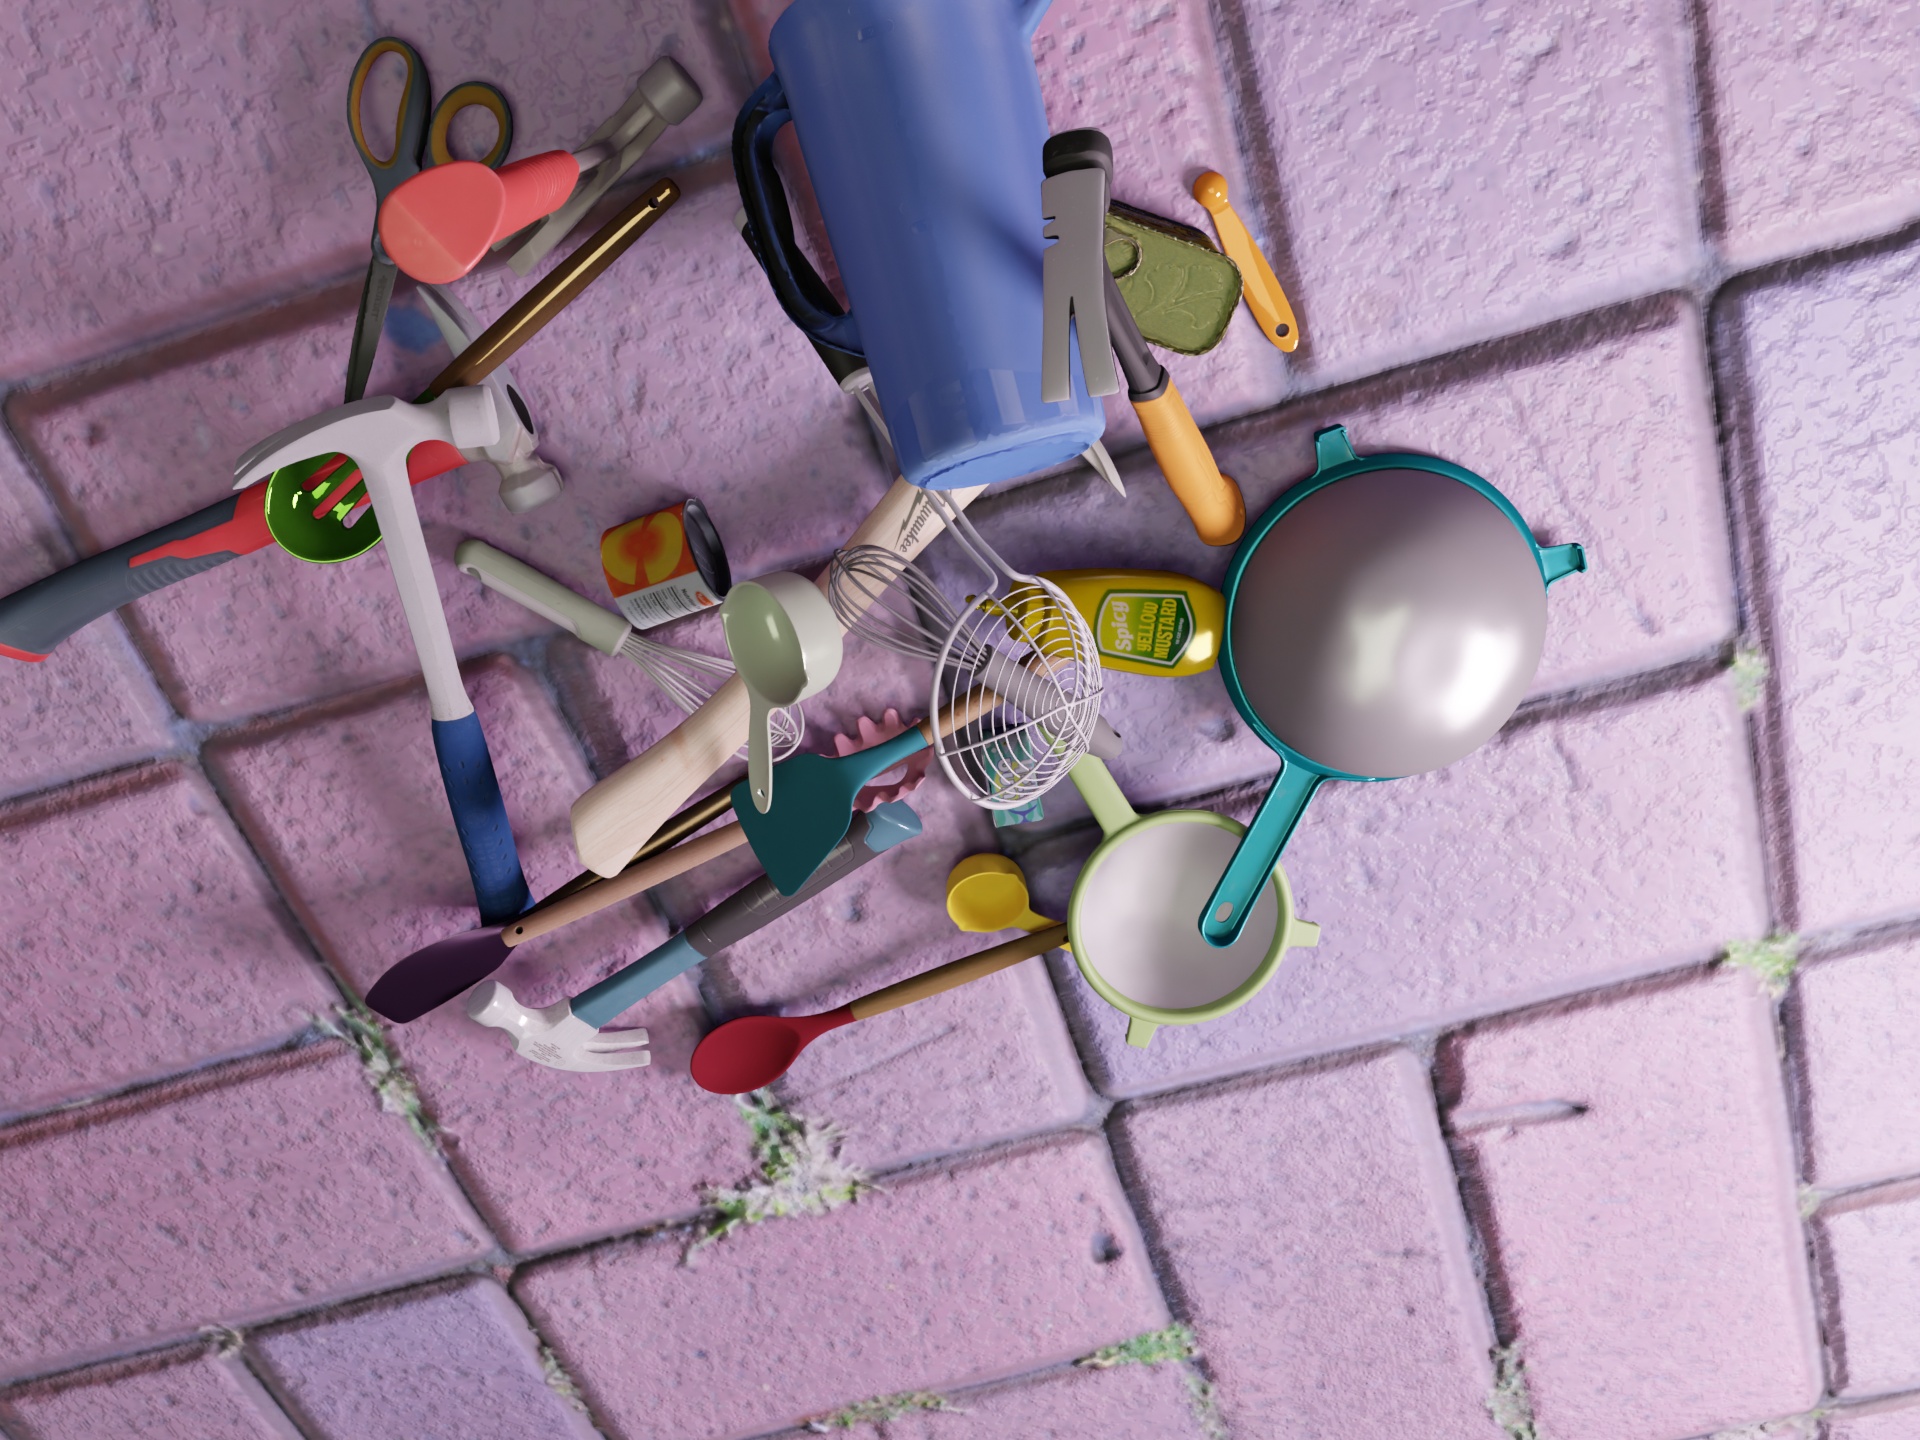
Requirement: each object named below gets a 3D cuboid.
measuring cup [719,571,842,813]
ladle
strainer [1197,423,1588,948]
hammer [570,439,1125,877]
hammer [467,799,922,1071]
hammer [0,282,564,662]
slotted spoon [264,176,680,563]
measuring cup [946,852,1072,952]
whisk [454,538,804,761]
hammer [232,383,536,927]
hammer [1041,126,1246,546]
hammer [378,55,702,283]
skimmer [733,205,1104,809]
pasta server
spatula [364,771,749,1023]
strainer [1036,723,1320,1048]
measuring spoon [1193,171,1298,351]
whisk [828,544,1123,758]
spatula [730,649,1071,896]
[{"bbox_3d":[-0.104,-0.014,0.941,0.038,0.083,0.167,-27,140,-35],"label":"measuring cup"},{"bbox_3d":[-0.053,0.199,1.135,0.315,0.031,0.069,-23,124,16],"label":"ladle"},{"bbox_3d":[0.239,0.006,0.972,0.211,0.095,0.340,24,102,-11],"label":"strainer"},{"bbox_3d":[-0.084,-0.051,0.973,0.146,0.038,0.410,41,100,-19],"label":"hammer"},{"bbox_3d":[-0.173,0.147,1.104,0.331,0.033,0.128,-32,131,11],"label":"hammer"},{"bbox_3d":[-0.445,-0.134,0.970,0.386,0.038,0.143,-20,114,10],"label":"hammer"},{"bbox_3d":[-0.276,-0.199,0.902,0.313,0.031,0.070,-37,111,14],"label":"slotted spoon"},{"bbox_3d":[0.058,0.137,1.121,0.156,0.029,0.062,26,121,-26],"label":"measuring cup"},{"bbox_3d":[-0.209,-0.047,1.011,0.246,0.059,0.058,30,157,-10],"label":"whisk"},{"bbox_3d":[-0.325,-0.013,0.989,0.144,0.035,0.405,-10,129,-11],"label":"hammer"},{"bbox_3d":[0.105,-0.158,0.831,0.034,0.127,0.336,-5,163,20],"label":"hammer"},{"bbox_3d":[-0.202,-0.239,0.733,0.149,0.359,0.036,-39,109,15],"label":"hammer"},{"bbox_3d":[-0.038,-0.123,0.889,0.363,0.127,0.090,57,139,10],"label":"skimmer"},{"bbox_3d":[-0.162,0.079,1.052,0.316,0.040,0.060,-24,76,2],"label":"pasta server"},{"bbox_3d":[-0.265,0.117,1.078,0.316,0.018,0.059,-31,139,3],"label":"spatula"},{"bbox_3d":[0.116,0.082,1.070,0.151,0.069,0.256,-32,100,4],"label":"strainer"},{"bbox_3d":[0.167,-0.262,0.916,0.021,0.011,0.116,-28,114,14],"label":"measuring spoon"},{"bbox_3d":[0.014,-0.035,0.954,0.238,0.055,0.055,32,114,-30],"label":"whisk"},{"bbox_3d":[-0.002,-0.003,1.014,0.317,0.044,0.082,-31,73,-1],"label":"spatula"}]
